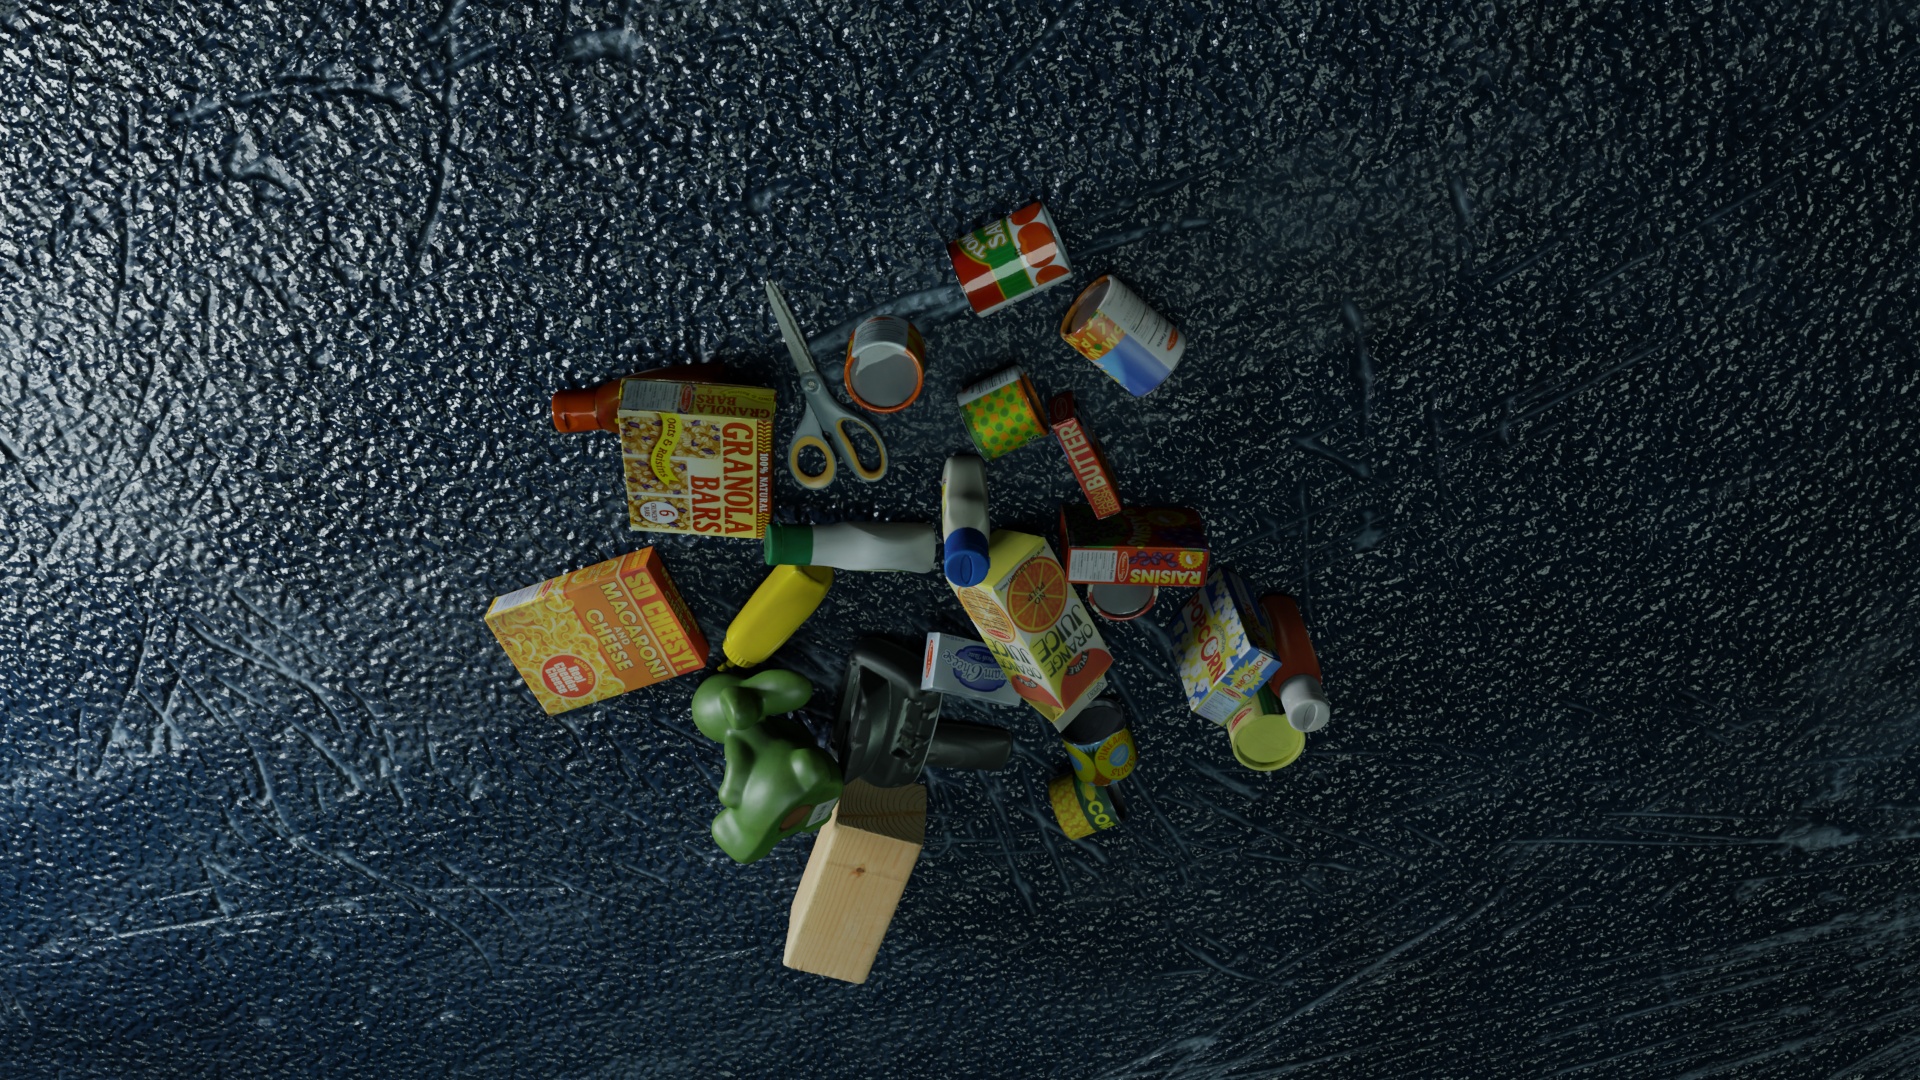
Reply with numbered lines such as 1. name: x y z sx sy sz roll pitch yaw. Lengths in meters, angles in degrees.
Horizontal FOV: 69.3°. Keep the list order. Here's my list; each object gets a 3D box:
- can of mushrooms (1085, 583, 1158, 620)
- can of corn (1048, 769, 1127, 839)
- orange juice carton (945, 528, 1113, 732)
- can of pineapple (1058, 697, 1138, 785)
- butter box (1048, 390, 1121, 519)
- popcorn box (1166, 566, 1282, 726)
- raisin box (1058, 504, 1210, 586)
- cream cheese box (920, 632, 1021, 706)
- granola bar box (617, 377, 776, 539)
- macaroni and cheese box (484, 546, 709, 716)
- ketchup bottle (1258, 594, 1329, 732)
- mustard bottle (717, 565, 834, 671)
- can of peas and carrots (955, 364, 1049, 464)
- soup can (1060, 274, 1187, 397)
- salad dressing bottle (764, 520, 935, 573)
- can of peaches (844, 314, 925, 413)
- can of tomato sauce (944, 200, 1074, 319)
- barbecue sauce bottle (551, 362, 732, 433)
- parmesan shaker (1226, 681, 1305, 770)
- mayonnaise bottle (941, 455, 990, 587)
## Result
1. can of mushrooms: 0.149 0.041 1.282 0.071 0.033 0.070 -1 120 -1
2. can of corn: 0.128 0.262 1.390 0.058 0.071 0.071 -24 118 14
3. orange juice carton: 0.073 0.086 1.270 0.072 0.073 0.192 -44 120 -23
4. can of pineapple: 0.136 0.197 1.353 0.071 0.071 0.057 -17 120 9
5. butter box: 0.108 -0.074 1.203 0.024 0.053 0.103 -22 118 14
6. popcorn box: 0.237 0.094 1.260 0.038 0.127 0.085 28 117 -20
7. raisin box: 0.152 0.003 1.229 0.123 0.086 0.040 2 116 -2
8. cream cheese box: 0.013 0.121 1.299 0.104 0.024 0.053 16 77 -33
9. granola bar box: -0.220 -0.067 1.175 0.124 0.039 0.164 4 145 -6
10. macaroni and cheese box: -0.337 0.085 1.299 0.166 0.040 0.123 -18 119 10
11. ketchup bottle: 0.299 0.113 1.259 0.043 0.149 0.064 3 121 -4
12. mustard bottle: -0.177 0.073 1.283 0.049 0.066 0.159 35 121 -15
13. can of peas and carrots: 0.037 -0.106 1.175 0.058 0.071 0.070 -25 118 13
14. soup can: 0.132 -0.167 1.142 0.083 0.072 0.071 36 114 -19
15. salad dressing bottle: -0.098 0.005 1.230 0.148 0.064 0.044 2 104 -17
16. can of peaches: -0.062 -0.145 1.156 0.071 0.058 0.071 0 120 0
17. can of tomato sauce: 0.039 -0.225 1.105 0.083 0.071 0.071 -23 118 12
18. barbecue sauce bottle: -0.268 -0.115 1.180 0.148 0.044 0.064 -4 130 2
19. parmesan shaker: 0.283 0.157 1.311 0.071 0.103 0.071 0 121 0
20. mayonnaise bottle: 0.004 -0.015 1.181 0.041 0.149 0.064 -1 121 0
